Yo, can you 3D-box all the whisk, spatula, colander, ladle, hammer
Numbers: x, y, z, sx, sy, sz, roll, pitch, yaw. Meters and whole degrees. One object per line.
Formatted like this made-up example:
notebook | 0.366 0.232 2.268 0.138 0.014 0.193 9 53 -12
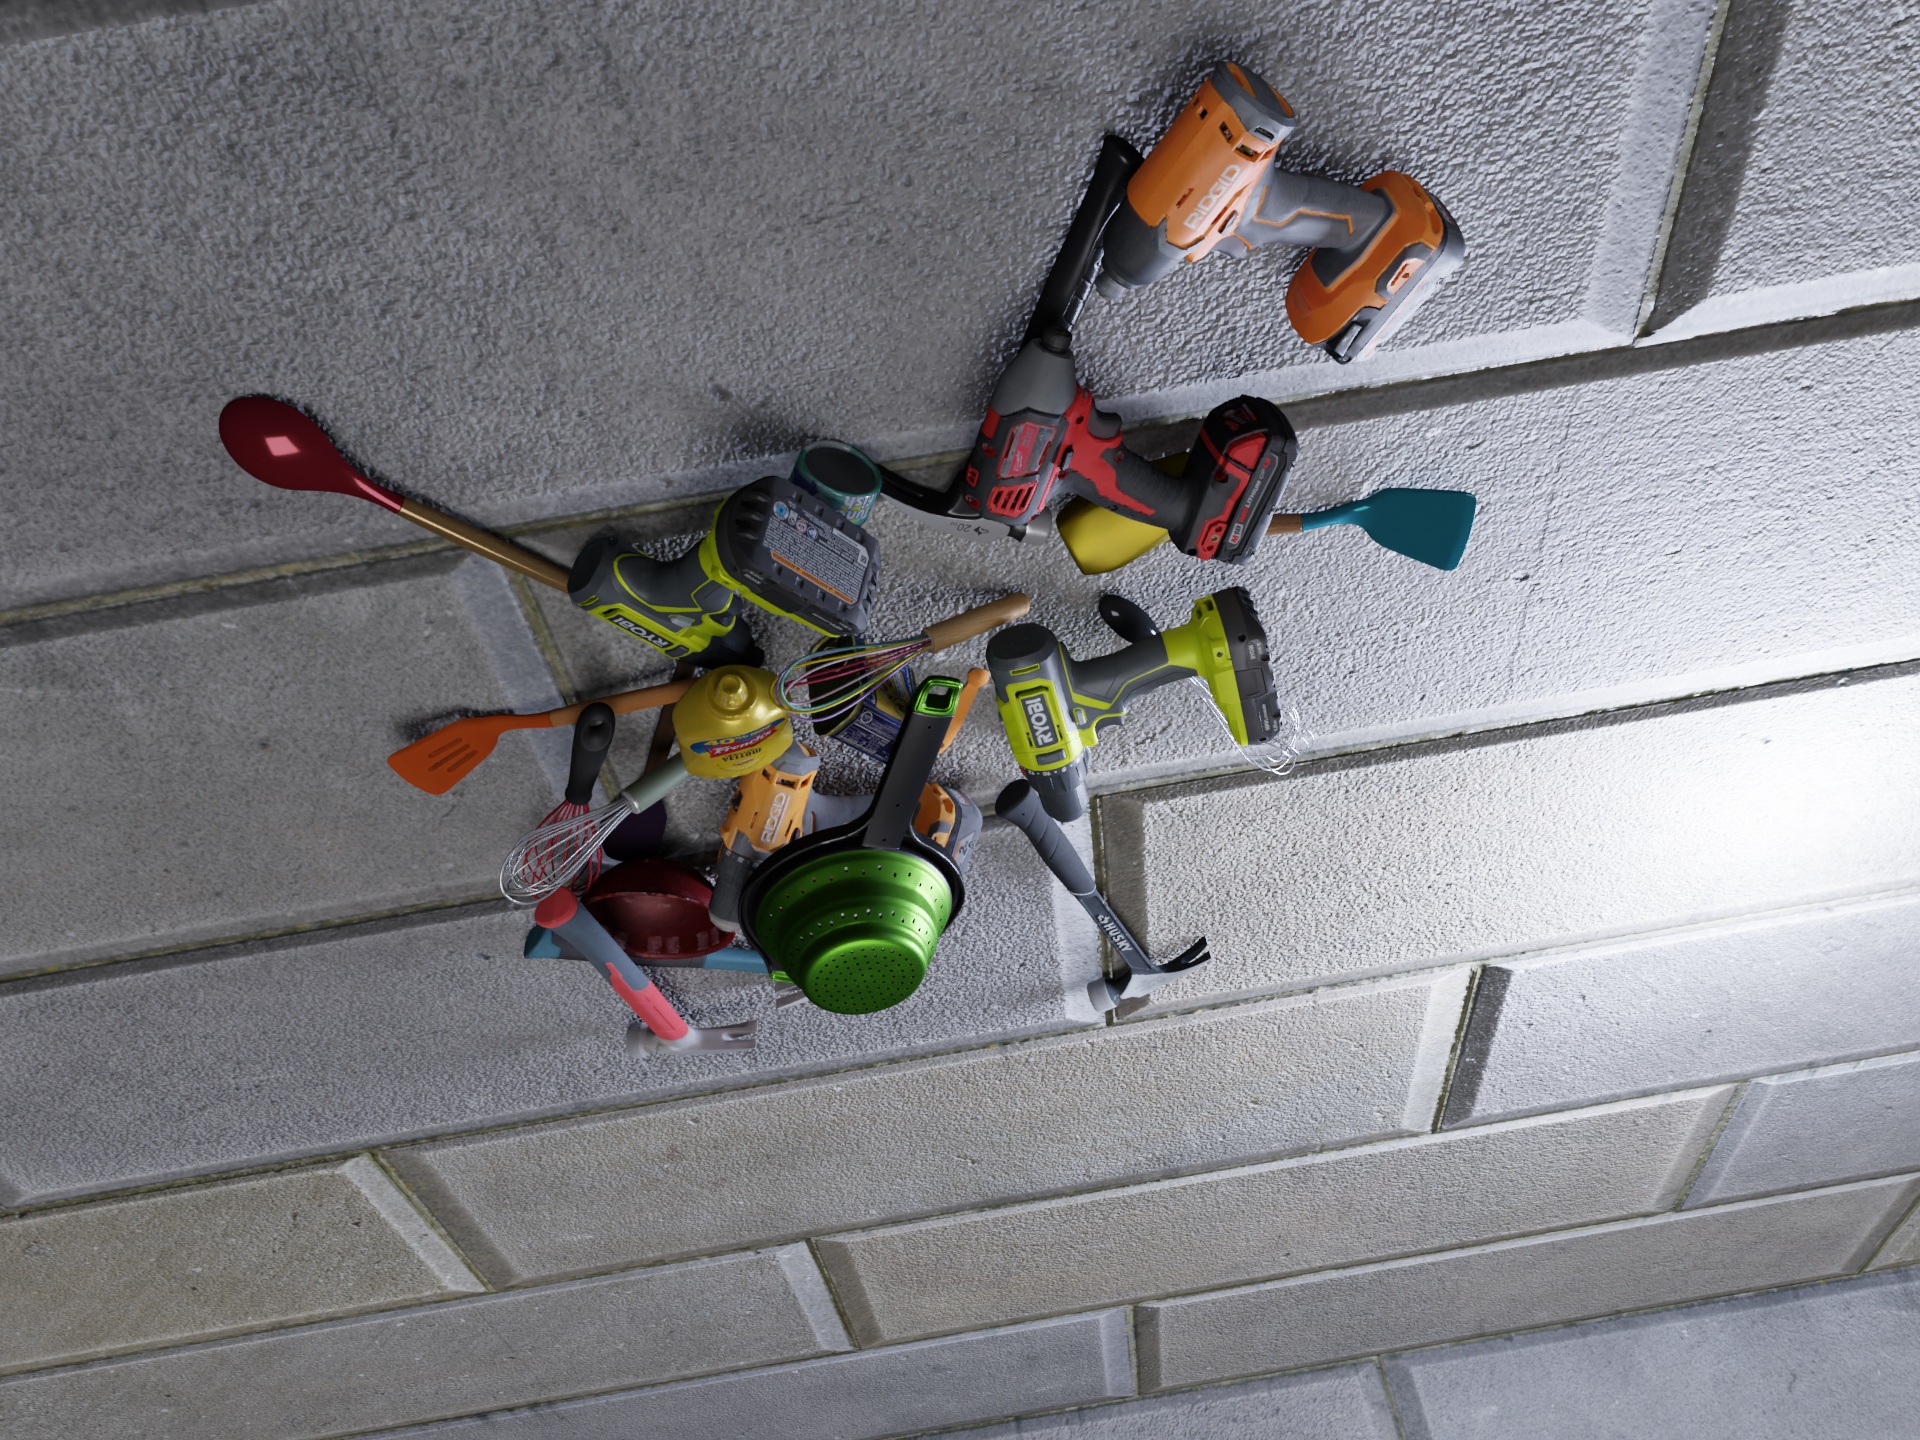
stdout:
whisk | -0.339 0.076 1.402 0.073 0.073 0.295 7 141 -18
spatula | -0.273 0.033 1.421 0.059 0.018 0.315 16 134 -12
colander | -0.066 0.133 1.348 0.204 0.095 0.396 6 131 -19
whisk | -0.046 -0.060 1.280 0.245 0.047 0.051 -24 113 -28
spatula | 0.253 -0.154 1.294 0.317 0.044 0.082 -5 137 -4
spatula | -0.323 0.002 1.347 0.322 0.041 0.081 -12 152 10
whisk | -0.288 0.075 1.357 0.246 0.058 0.059 -36 128 -27
ladle | -0.396 -0.150 1.188 0.315 0.031 0.069 26 127 -36
hammer | 0.138 0.182 1.655 0.149 0.036 0.408 -23 137 13
hammer | -0.316 0.257 1.581 0.143 0.038 0.385 -4 149 7
hammer | -0.279 0.242 1.644 0.331 0.033 0.128 8 135 -19
whisk | 0.219 -0.035 1.415 0.070 0.070 0.284 -36 128 27
hammer | 0.050 -0.262 1.139 0.146 0.035 0.334 8 136 -20

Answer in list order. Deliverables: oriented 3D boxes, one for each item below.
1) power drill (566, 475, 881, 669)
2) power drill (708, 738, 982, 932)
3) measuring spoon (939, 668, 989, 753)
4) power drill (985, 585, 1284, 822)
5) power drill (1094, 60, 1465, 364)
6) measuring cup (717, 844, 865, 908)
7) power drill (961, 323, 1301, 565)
power drill | -0.170 -0.098 1.205 0.171 0.080 0.223 30 151 -35
power drill | -0.114 0.123 1.464 0.226 0.084 0.185 15 104 -25
measuring spoon | -0.002 -0.005 1.435 0.021 0.011 0.116 11 135 -21
power drill | 0.149 -0.011 1.345 0.228 0.080 0.190 -15 125 6
power drill | 0.204 -0.318 1.053 0.226 0.084 0.164 13 135 -34
measuring cup | -0.150 0.137 1.538 0.173 0.052 0.095 -2 137 -15
power drill | 0.122 -0.196 1.141 0.219 0.079 0.143 10 122 -16
